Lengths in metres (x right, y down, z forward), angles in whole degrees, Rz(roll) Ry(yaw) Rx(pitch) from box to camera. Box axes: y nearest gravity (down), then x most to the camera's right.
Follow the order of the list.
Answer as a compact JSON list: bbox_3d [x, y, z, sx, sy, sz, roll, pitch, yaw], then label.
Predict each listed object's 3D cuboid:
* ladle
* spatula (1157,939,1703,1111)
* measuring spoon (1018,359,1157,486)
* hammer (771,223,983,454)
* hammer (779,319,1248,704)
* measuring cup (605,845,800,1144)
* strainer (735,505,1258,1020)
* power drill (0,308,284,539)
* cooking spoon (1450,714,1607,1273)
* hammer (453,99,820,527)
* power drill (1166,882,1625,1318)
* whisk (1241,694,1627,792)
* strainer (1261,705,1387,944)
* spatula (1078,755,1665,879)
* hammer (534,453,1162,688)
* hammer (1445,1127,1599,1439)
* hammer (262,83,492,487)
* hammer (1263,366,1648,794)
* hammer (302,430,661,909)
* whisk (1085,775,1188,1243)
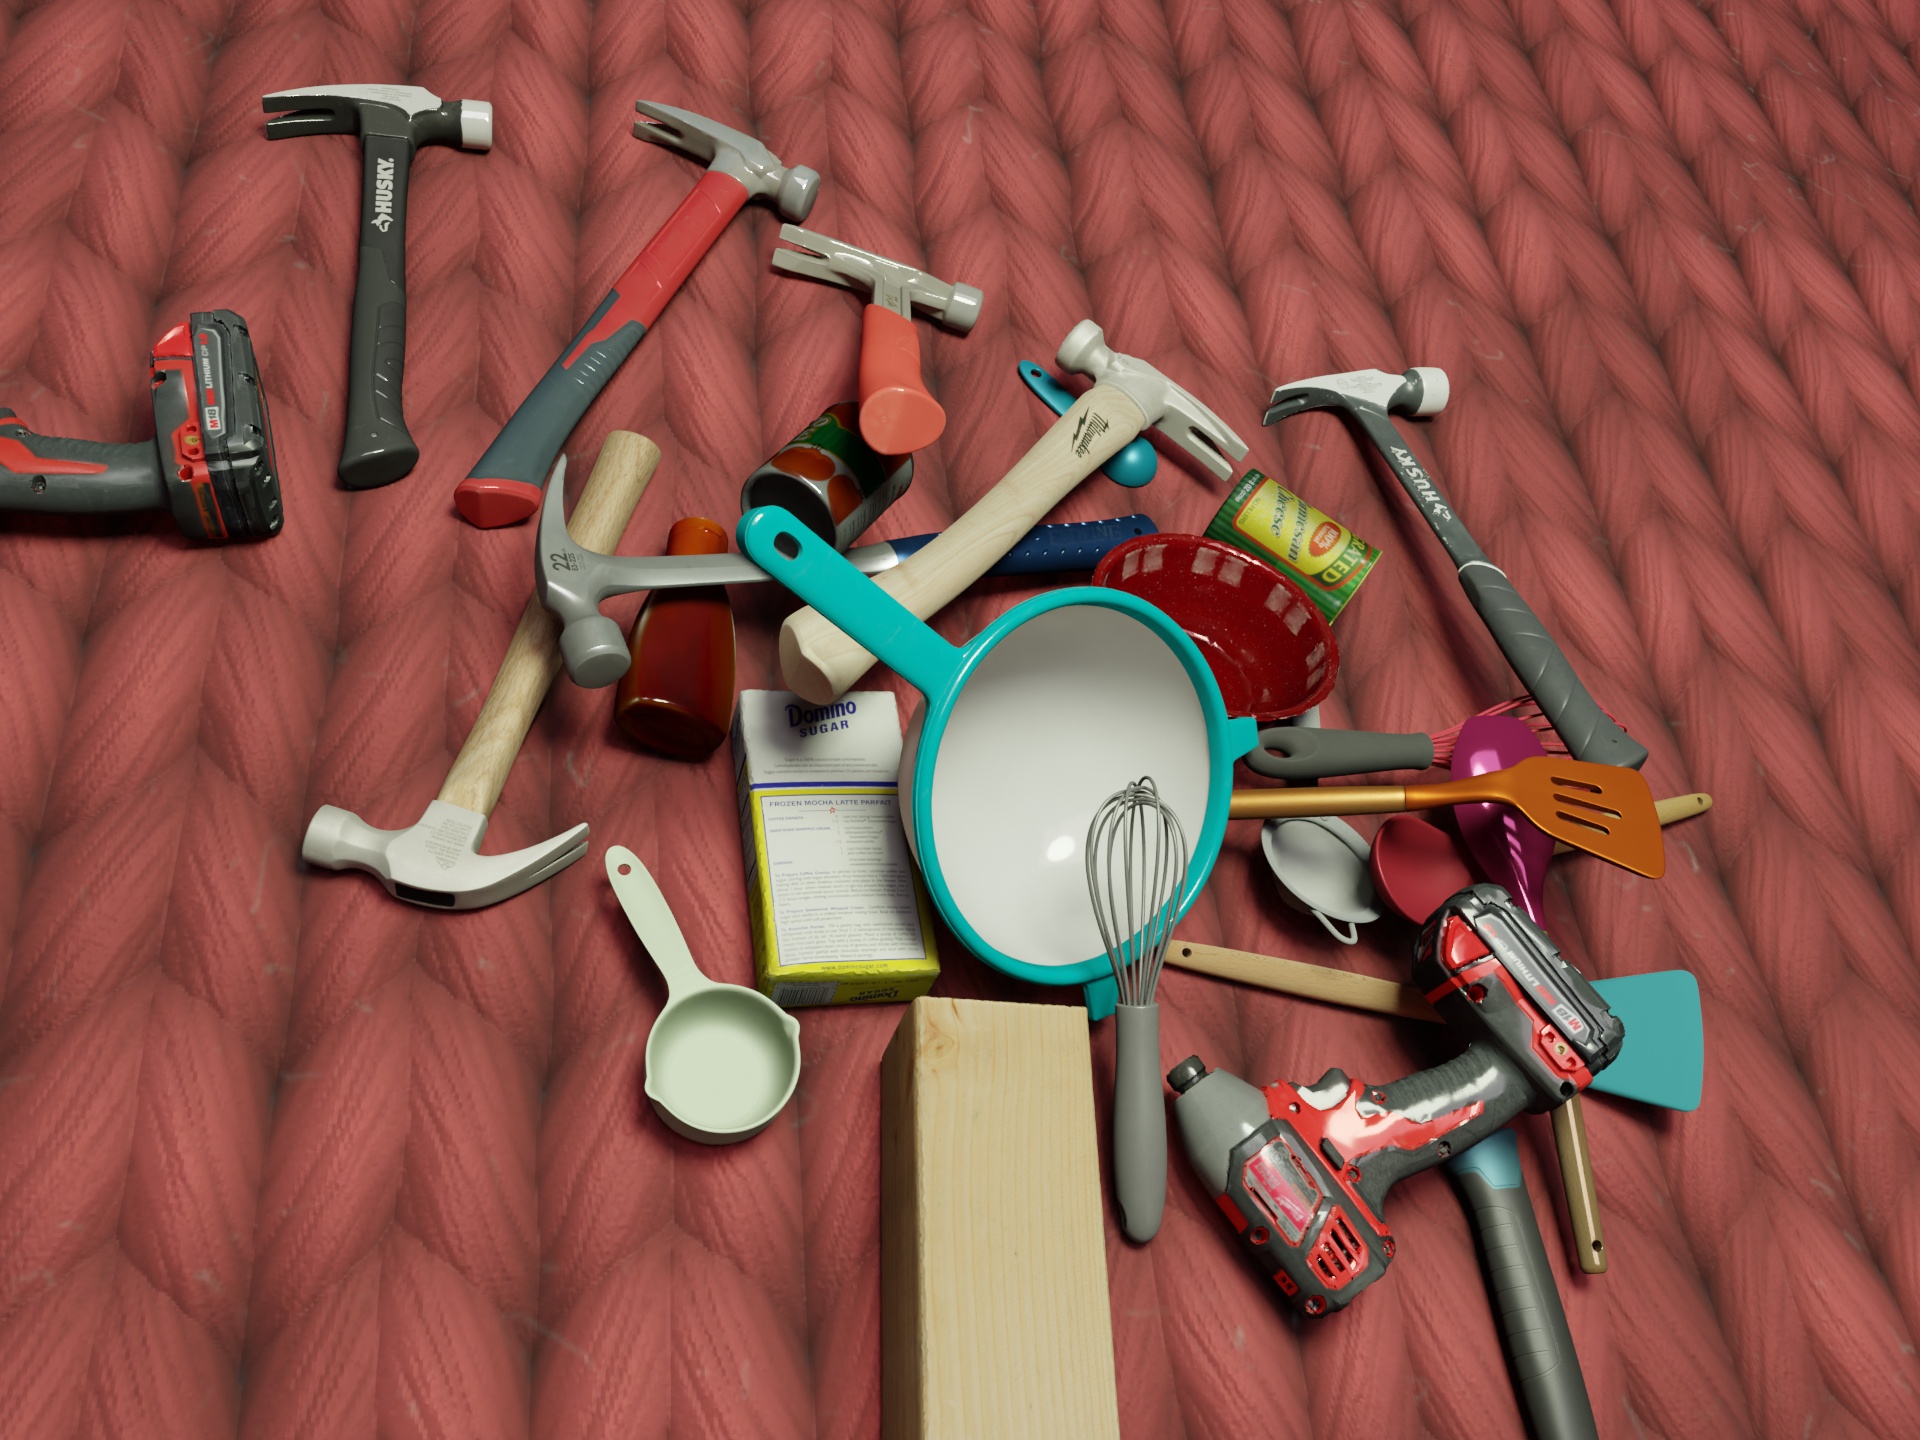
[{"bbox_3d":[0.365,0.074,0.986,0.315,0.031,0.069,-9,74,-30],"label":"ladle"},{"bbox_3d":[0.268,0.159,0.913,0.317,0.044,0.082,12,69,-7],"label":"spatula"},{"bbox_3d":[0.089,-0.214,1.109,0.129,0.021,0.042,45,58,12],"label":"measuring spoon"},{"bbox_3d":[-0.052,-0.237,0.972,0.149,0.036,0.359,16,25,-10],"label":"hammer"},{"bbox_3d":[0.035,-0.120,0.963,0.146,0.038,0.411,39,47,7],"label":"hammer"},{"bbox_3d":[-0.143,0.139,0.812,0.083,0.038,0.168,-21,65,-26],"label":"measuring cup"},{"bbox_3d":[-0.001,-0.003,0.837,0.340,0.095,0.211,38,74,-30],"label":"strainer"},{"bbox_3d":[-0.508,-0.169,0.880,0.226,0.080,0.188,-11,62,-18],"label":"power drill"},{"bbox_3d":[0.331,0.146,0.904,0.068,0.017,0.319,1,70,-11],"label":"cooking spoon"},{"bbox_3d":[-0.233,-0.275,1.046,0.143,0.038,0.387,24,55,1],"label":"hammer"},{"bbox_3d":[0.221,0.190,0.837,0.219,0.078,0.143,-35,73,-12],"label":"power drill"},{"bbox_3d":[0.300,0.018,0.982,0.295,0.073,0.073,-1,59,-24],"label":"whisk"},{"bbox_3d":[0.215,0.037,0.979,0.086,0.050,0.259,19,49,-16],"label":"strainer"},{"bbox_3d":[0.229,0.052,0.909,0.322,0.041,0.081,-3,45,14],"label":"spatula"},{"bbox_3d":[-0.054,-0.101,0.952,0.405,0.035,0.144,-7,56,-30],"label":"hammer"},{"bbox_3d":[0.306,0.370,0.797,0.128,0.033,0.331,1,58,-15],"label":"hammer"},{"bbox_3d":[-0.375,-0.286,1.014,0.146,0.035,0.335,0,59,-17],"label":"hammer"},{"bbox_3d":[0.334,-0.109,1.057,0.149,0.036,0.409,-4,47,-15],"label":"hammer"},{"bbox_3d":[-0.236,-0.041,0.901,0.130,0.031,0.332,18,55,-4],"label":"hammer"},{"bbox_3d":[0.093,0.148,0.816,0.055,0.055,0.239,0,88,-16],"label":"whisk"}]
